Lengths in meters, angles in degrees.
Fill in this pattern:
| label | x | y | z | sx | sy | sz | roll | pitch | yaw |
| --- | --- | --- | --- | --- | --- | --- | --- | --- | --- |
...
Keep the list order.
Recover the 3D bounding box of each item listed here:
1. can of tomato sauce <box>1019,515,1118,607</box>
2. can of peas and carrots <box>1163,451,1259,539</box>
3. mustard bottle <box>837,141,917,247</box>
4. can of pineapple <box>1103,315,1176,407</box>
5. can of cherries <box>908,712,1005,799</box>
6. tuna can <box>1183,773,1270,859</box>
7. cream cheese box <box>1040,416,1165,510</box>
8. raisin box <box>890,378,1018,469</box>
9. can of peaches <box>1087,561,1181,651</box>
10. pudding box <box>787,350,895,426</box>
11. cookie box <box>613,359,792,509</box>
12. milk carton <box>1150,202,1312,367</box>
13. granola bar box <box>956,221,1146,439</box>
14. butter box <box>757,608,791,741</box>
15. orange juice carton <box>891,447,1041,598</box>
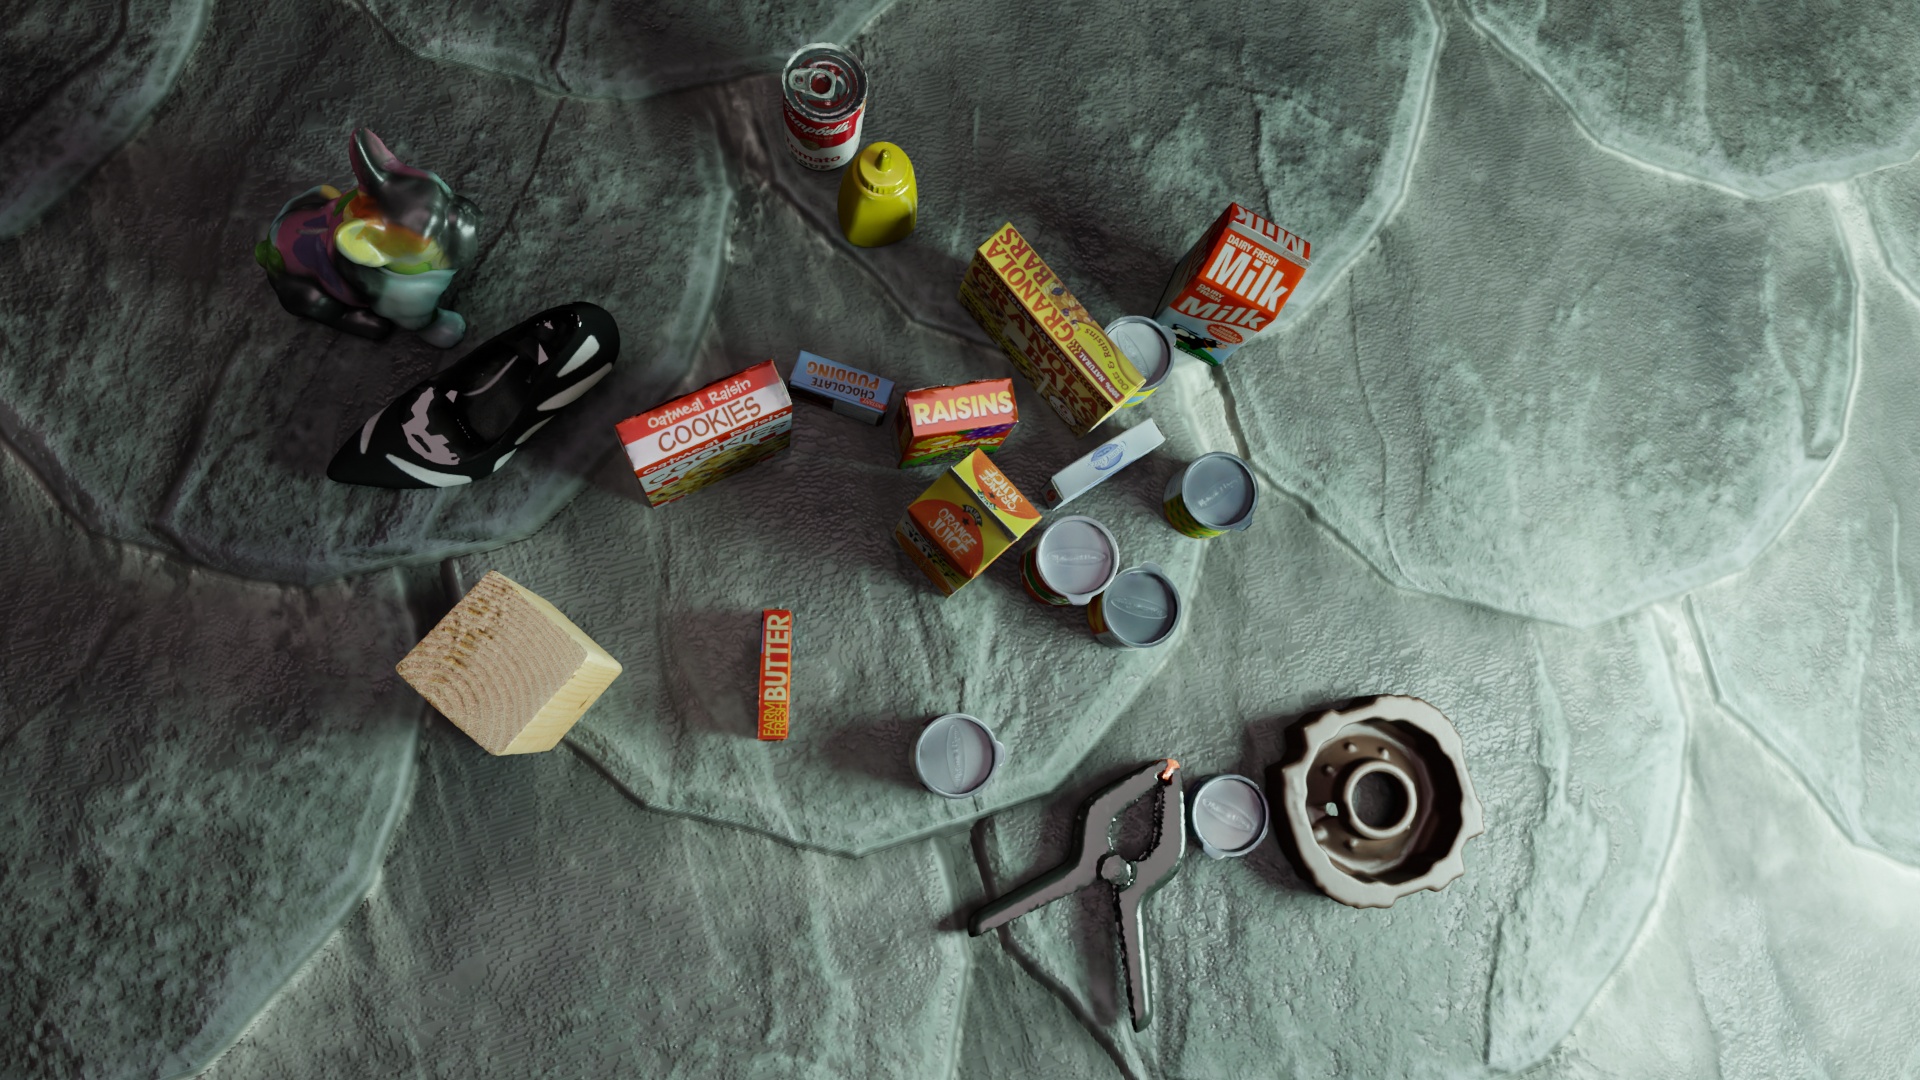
| label | x | y | z | sx | sy | sz | roll | pitch | yaw |
| --- | --- | --- | --- | --- | --- | --- | --- | --- | --- |
| can of tomato sauce | 0.087 | 0.020 | 1.127 | 0.071 | 0.083 | 0.071 | 1 | 81 | -8 |
| can of peas and carrots | 0.211 | -0.035 | 1.165 | 0.071 | 0.058 | 0.071 | 1 | 81 | -8 |
| mustard bottle | -0.064 | -0.282 | 1.114 | 0.065 | 0.160 | 0.049 | -11 | 83 | -9 |
| can of pineapple | 0.143 | -0.151 | 1.174 | 0.071 | 0.057 | 0.071 | 1 | 81 | -8 |
| can of cherries | -0.004 | 0.171 | 1.104 | 0.071 | 0.058 | 0.071 | 1 | 81 | -8 |
| tuna can | 0.216 | 0.227 | 1.139 | 0.071 | 0.032 | 0.071 | 1 | 81 | -8 |
| cream cheese box | 0.117 | -0.064 | 1.160 | 0.104 | 0.053 | 0.024 | -31 | 87 | -11 |
| raisin box | -0.007 | -0.093 | 1.111 | 0.086 | 0.123 | 0.040 | -9 | 83 | -9 |
| can of peaches | 0.142 | 0.055 | 1.142 | 0.071 | 0.058 | 0.071 | 1 | 81 | -8 |
| pudding box | -0.099 | -0.124 | 1.141 | 0.084 | 0.049 | 0.030 | 18 | 80 | -5 |
| cookie box | -0.193 | -0.079 | 1.061 | 0.123 | 0.167 | 0.040 | -25 | 86 | -11 |
| milk carton | 0.220 | -0.210 | 1.127 | 0.072 | 0.190 | 0.073 | 27 | 79 | -3 |
| granola bar box | 0.069 | -0.166 | 1.133 | 0.039 | 0.124 | 0.165 | -40 | 89 | -11 |
| butter box | -0.147 | 0.107 | 1.097 | 0.024 | 0.053 | 0.103 | 2 | 81 | -7 |
| orange juice carton | 0.004 | -0.013 | 1.065 | 0.073 | 0.192 | 0.072 | -42 | 89 | -11 |
